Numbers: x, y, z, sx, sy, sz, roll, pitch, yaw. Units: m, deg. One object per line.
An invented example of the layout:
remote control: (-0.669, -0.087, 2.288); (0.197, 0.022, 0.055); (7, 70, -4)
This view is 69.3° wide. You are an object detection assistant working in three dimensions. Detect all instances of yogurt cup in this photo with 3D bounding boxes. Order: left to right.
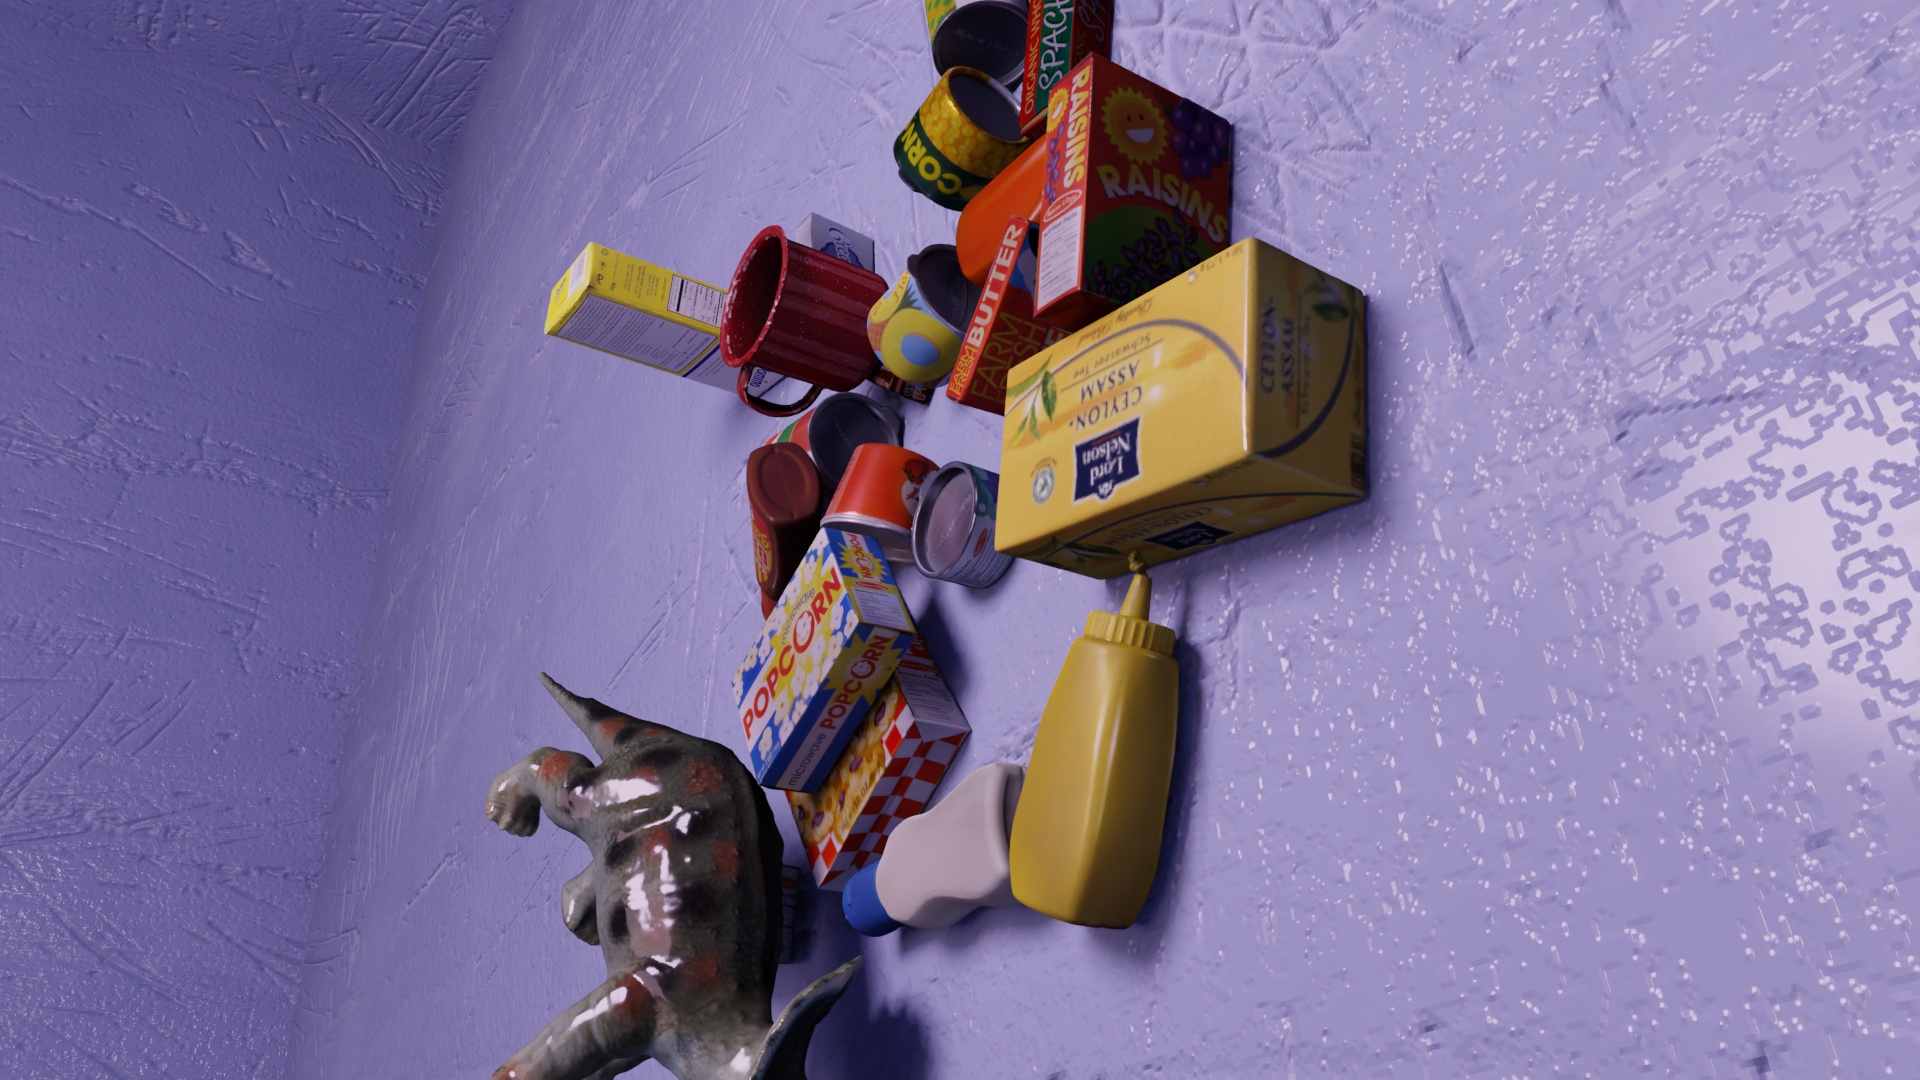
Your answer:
yogurt cup: (-0.043, -0.022, 0.819); (0.072, 0.072, 0.054); (-13, 57, 57)

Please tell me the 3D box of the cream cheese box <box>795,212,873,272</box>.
cream cheese box: (-0.088, -0.178, 0.978); (0.024, 0.053, 0.104); (-38, 46, 43)

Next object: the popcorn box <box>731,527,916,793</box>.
popcorn box: (-0.080, 0.068, 0.779); (0.126, 0.038, 0.085); (-57, 35, 25)

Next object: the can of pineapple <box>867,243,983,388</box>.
can of pineapple: (-0.015, -0.132, 0.817); (0.057, 0.071, 0.071); (-40, 44, 45)

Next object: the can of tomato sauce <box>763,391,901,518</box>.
can of tomato sauce: (-0.086, -0.054, 0.904); (0.083, 0.071, 0.071); (-24, 56, 54)

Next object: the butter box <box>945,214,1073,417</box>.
butter box: (0.035, -0.116, 0.742); (0.024, 0.053, 0.103); (37, 108, 60)

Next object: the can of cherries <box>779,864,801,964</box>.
can of cherries: (-0.135, 0.226, 0.848); (0.071, 0.071, 0.058); (-21, 60, 55)

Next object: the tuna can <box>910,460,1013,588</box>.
tuna can: (0.003, -0.010, 0.765); (0.070, 0.033, 0.071); (-33, 49, 49)

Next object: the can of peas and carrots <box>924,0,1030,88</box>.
can of peas and carrots: (0.011, -0.322, 0.869); (0.070, 0.071, 0.059); (-46, 40, 40)

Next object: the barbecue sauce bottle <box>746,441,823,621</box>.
barbecue sauce bottle: (-0.110, 0.005, 0.879); (0.147, 0.044, 0.065); (98, 156, -55)

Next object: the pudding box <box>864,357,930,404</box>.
pudding box: (-0.042, -0.123, 0.897); (0.084, 0.030, 0.049); (35, 105, 59)

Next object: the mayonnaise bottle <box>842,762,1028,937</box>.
mayonnaise bottle: (-0.009, 0.163, 0.695); (0.147, 0.041, 0.065); (-40, 43, 46)

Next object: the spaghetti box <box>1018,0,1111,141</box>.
spaghetti box: (0.067, -0.352, 0.826); (0.050, 0.029, 0.251); (-22, 57, 54)

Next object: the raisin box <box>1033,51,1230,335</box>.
raisin box: (0.081, -0.153, 0.648); (0.040, 0.086, 0.124); (-24, 56, 55)

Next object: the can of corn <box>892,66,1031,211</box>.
can of corn: (0.001, -0.244, 0.845); (0.058, 0.071, 0.071); (-44, 41, 41)

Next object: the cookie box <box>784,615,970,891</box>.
cookie box: (-0.063, 0.102, 0.816); (0.122, 0.040, 0.168); (-61, 33, 21)

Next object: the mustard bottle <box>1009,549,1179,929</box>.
mustard bottle: (0.065, 0.083, 0.600); (0.065, 0.049, 0.160); (5, 79, 59)

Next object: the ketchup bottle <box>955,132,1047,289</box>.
ketchup bottle: (0.055, -0.195, 0.756); (0.148, 0.043, 0.065); (-31, 47, 50)
